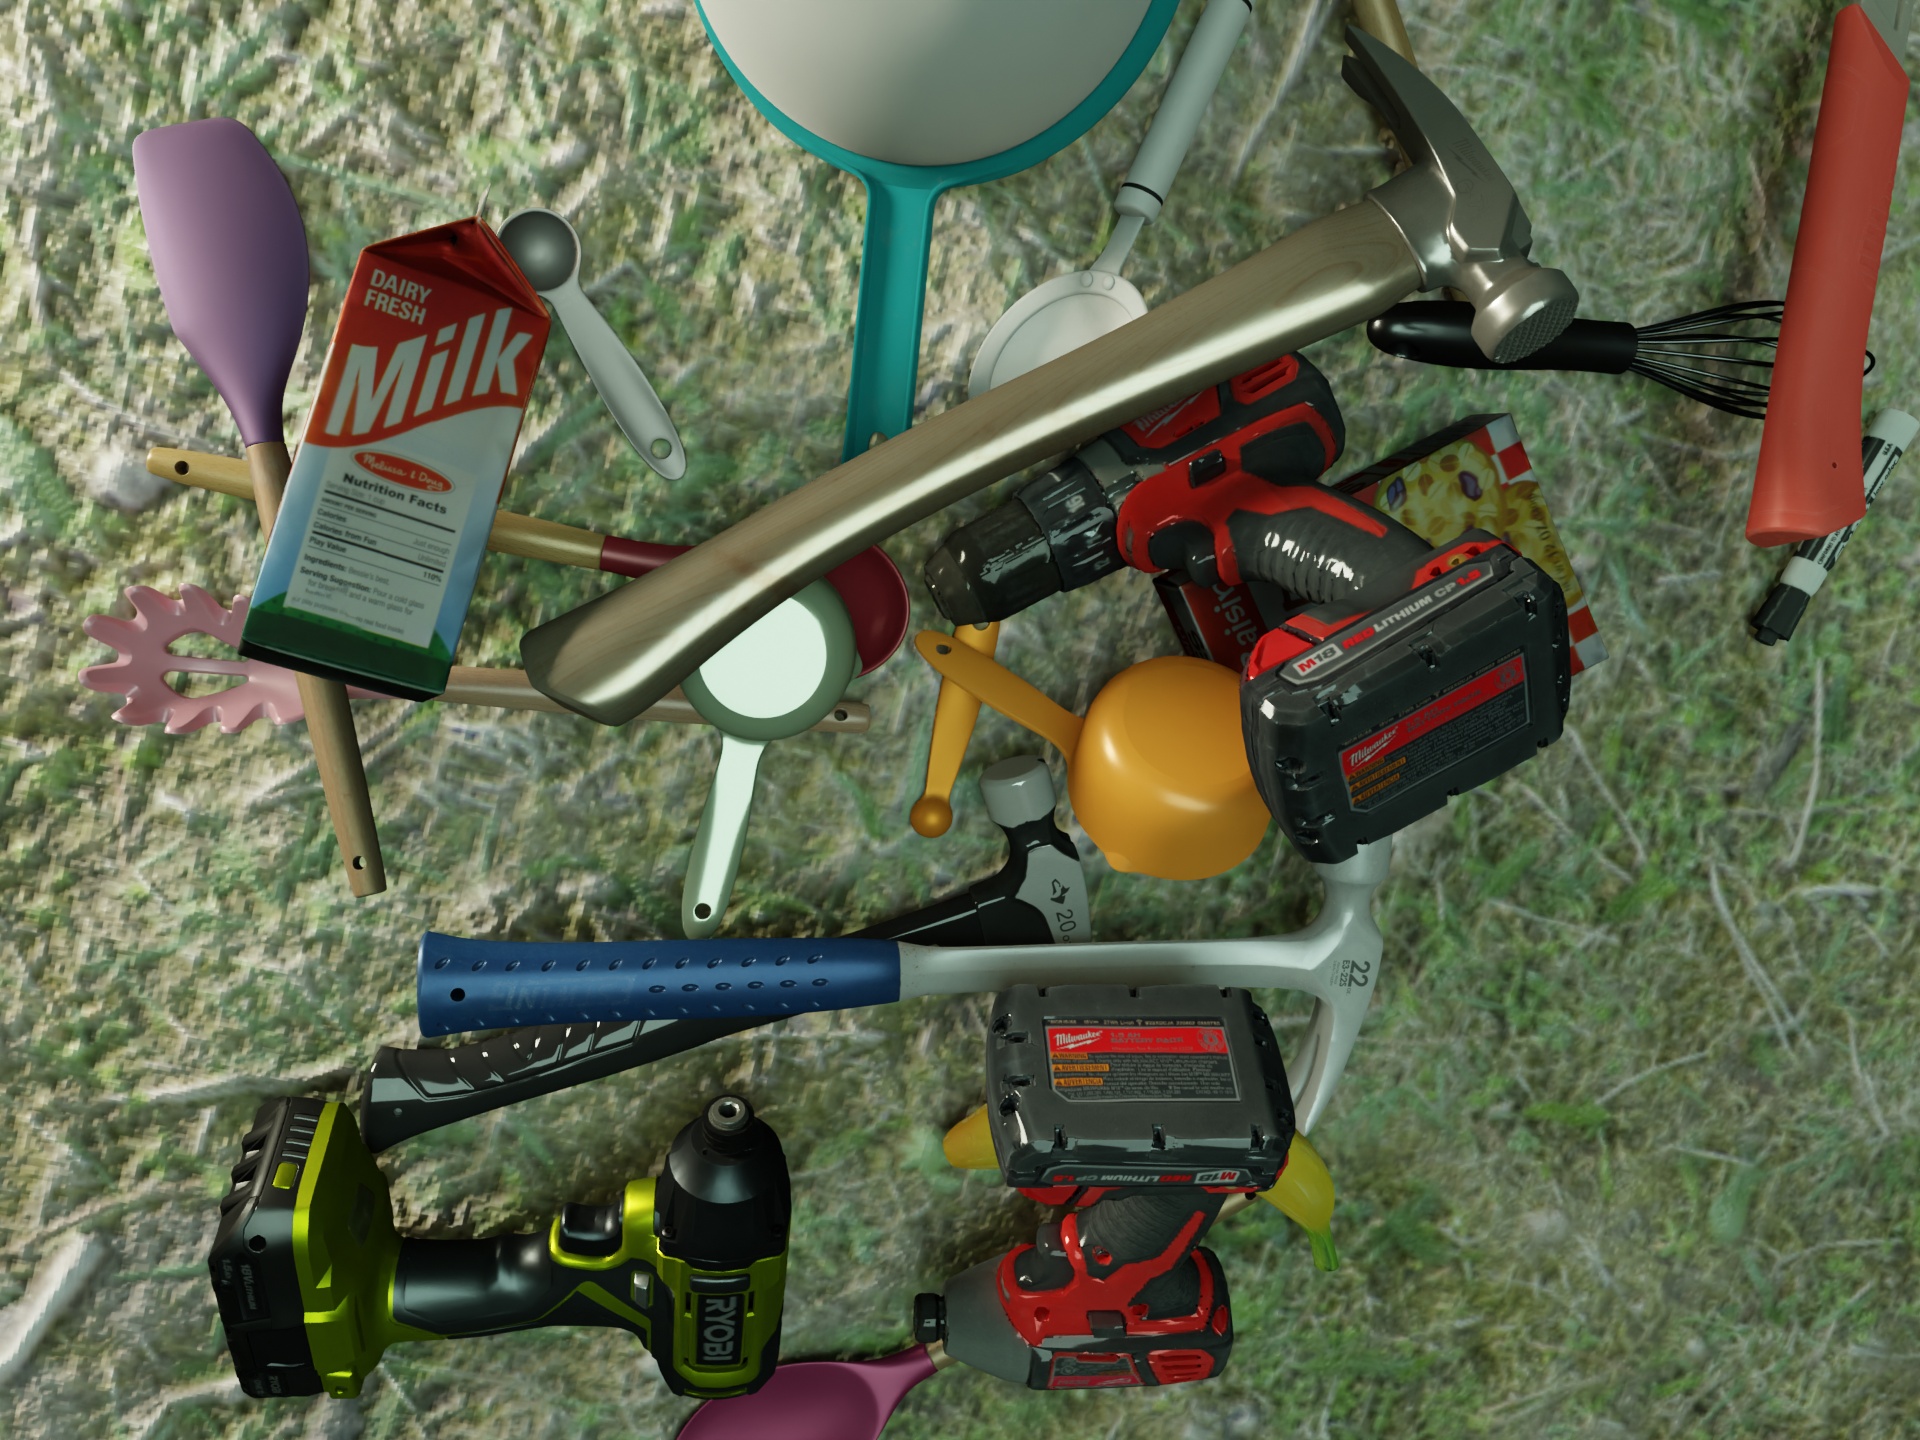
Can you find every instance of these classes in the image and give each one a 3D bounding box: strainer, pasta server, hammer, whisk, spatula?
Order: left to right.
[{"bbox_3d":[-0.268,-0.085,0.633,0.059,0.018,0.316,-12,90,-8],"label":"spatula"},{"bbox_3d":[-0.194,-0.014,0.670,0.316,0.040,0.060,5,86,-10],"label":"pasta server"},{"bbox_3d":[-0.102,0.130,0.706,0.335,0.035,0.146,-17,108,-3],"label":"hammer"},{"bbox_3d":[-0.031,-0.242,0.594,0.211,0.095,0.340,12,111,13],"label":"strainer"},{"bbox_3d":[-0.016,0.112,0.673,0.405,0.035,0.144,0,105,-10],"label":"hammer"},{"bbox_3d":[0.015,-0.119,0.611,0.410,0.038,0.146,-27,72,1],"label":"hammer"},{"bbox_3d":[0.073,-0.208,0.668,0.050,0.087,0.258,25,89,-50],"label":"strainer"},{"bbox_3d":[0.290,-0.163,0.697,0.239,0.055,0.055,2,100,-11],"label":"whisk"},{"bbox_3d":[0.370,-0.251,0.669,0.149,0.037,0.359,13,86,-11],"label":"hammer"}]

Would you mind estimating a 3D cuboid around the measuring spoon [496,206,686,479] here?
[{"bbox_3d":[-0.151,-0.155,0.665,0.034,0.018,0.124,-33,110,-7],"label":"measuring spoon"}]

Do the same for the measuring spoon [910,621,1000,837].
[{"bbox_3d":[-0.001,-0.002,0.711,0.021,0.011,0.117,13,98,-10],"label":"measuring spoon"}]

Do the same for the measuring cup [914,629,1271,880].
[{"bbox_3d":[0.056,-0.006,0.665,0.174,0.052,0.095,31,56,12],"label":"measuring cup"}]

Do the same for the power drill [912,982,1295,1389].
[{"bbox_3d":[0.055,0.210,0.670,0.143,0.079,0.219,1,131,-5],"label":"power drill"}]

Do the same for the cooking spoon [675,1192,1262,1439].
[{"bbox_3d":[0.009,0.293,0.763,0.319,0.017,0.069,-27,91,-2],"label":"cooking spoon"}]

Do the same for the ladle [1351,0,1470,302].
[{"bbox_3d":[0.165,-0.308,0.670,0.078,0.062,0.320,-30,110,-11],"label":"ladle"}]

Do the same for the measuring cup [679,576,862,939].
[{"bbox_3d":[-0.091,0.015,0.654,0.083,0.038,0.167,13,94,-6],"label":"measuring cup"}]

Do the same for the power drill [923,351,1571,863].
[{"bbox_3d":[0.100,-0.049,0.617,0.188,0.227,0.080,-28,133,-4],"label":"power drill"}]

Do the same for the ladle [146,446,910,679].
[{"bbox_3d":[-0.176,-0.075,0.668,0.315,0.031,0.069,12,96,-8],"label":"ladle"}]

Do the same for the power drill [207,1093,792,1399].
[{"bbox_3d":[-0.184,0.219,0.671,0.223,0.080,0.171,2,127,-8],"label":"power drill"}]
